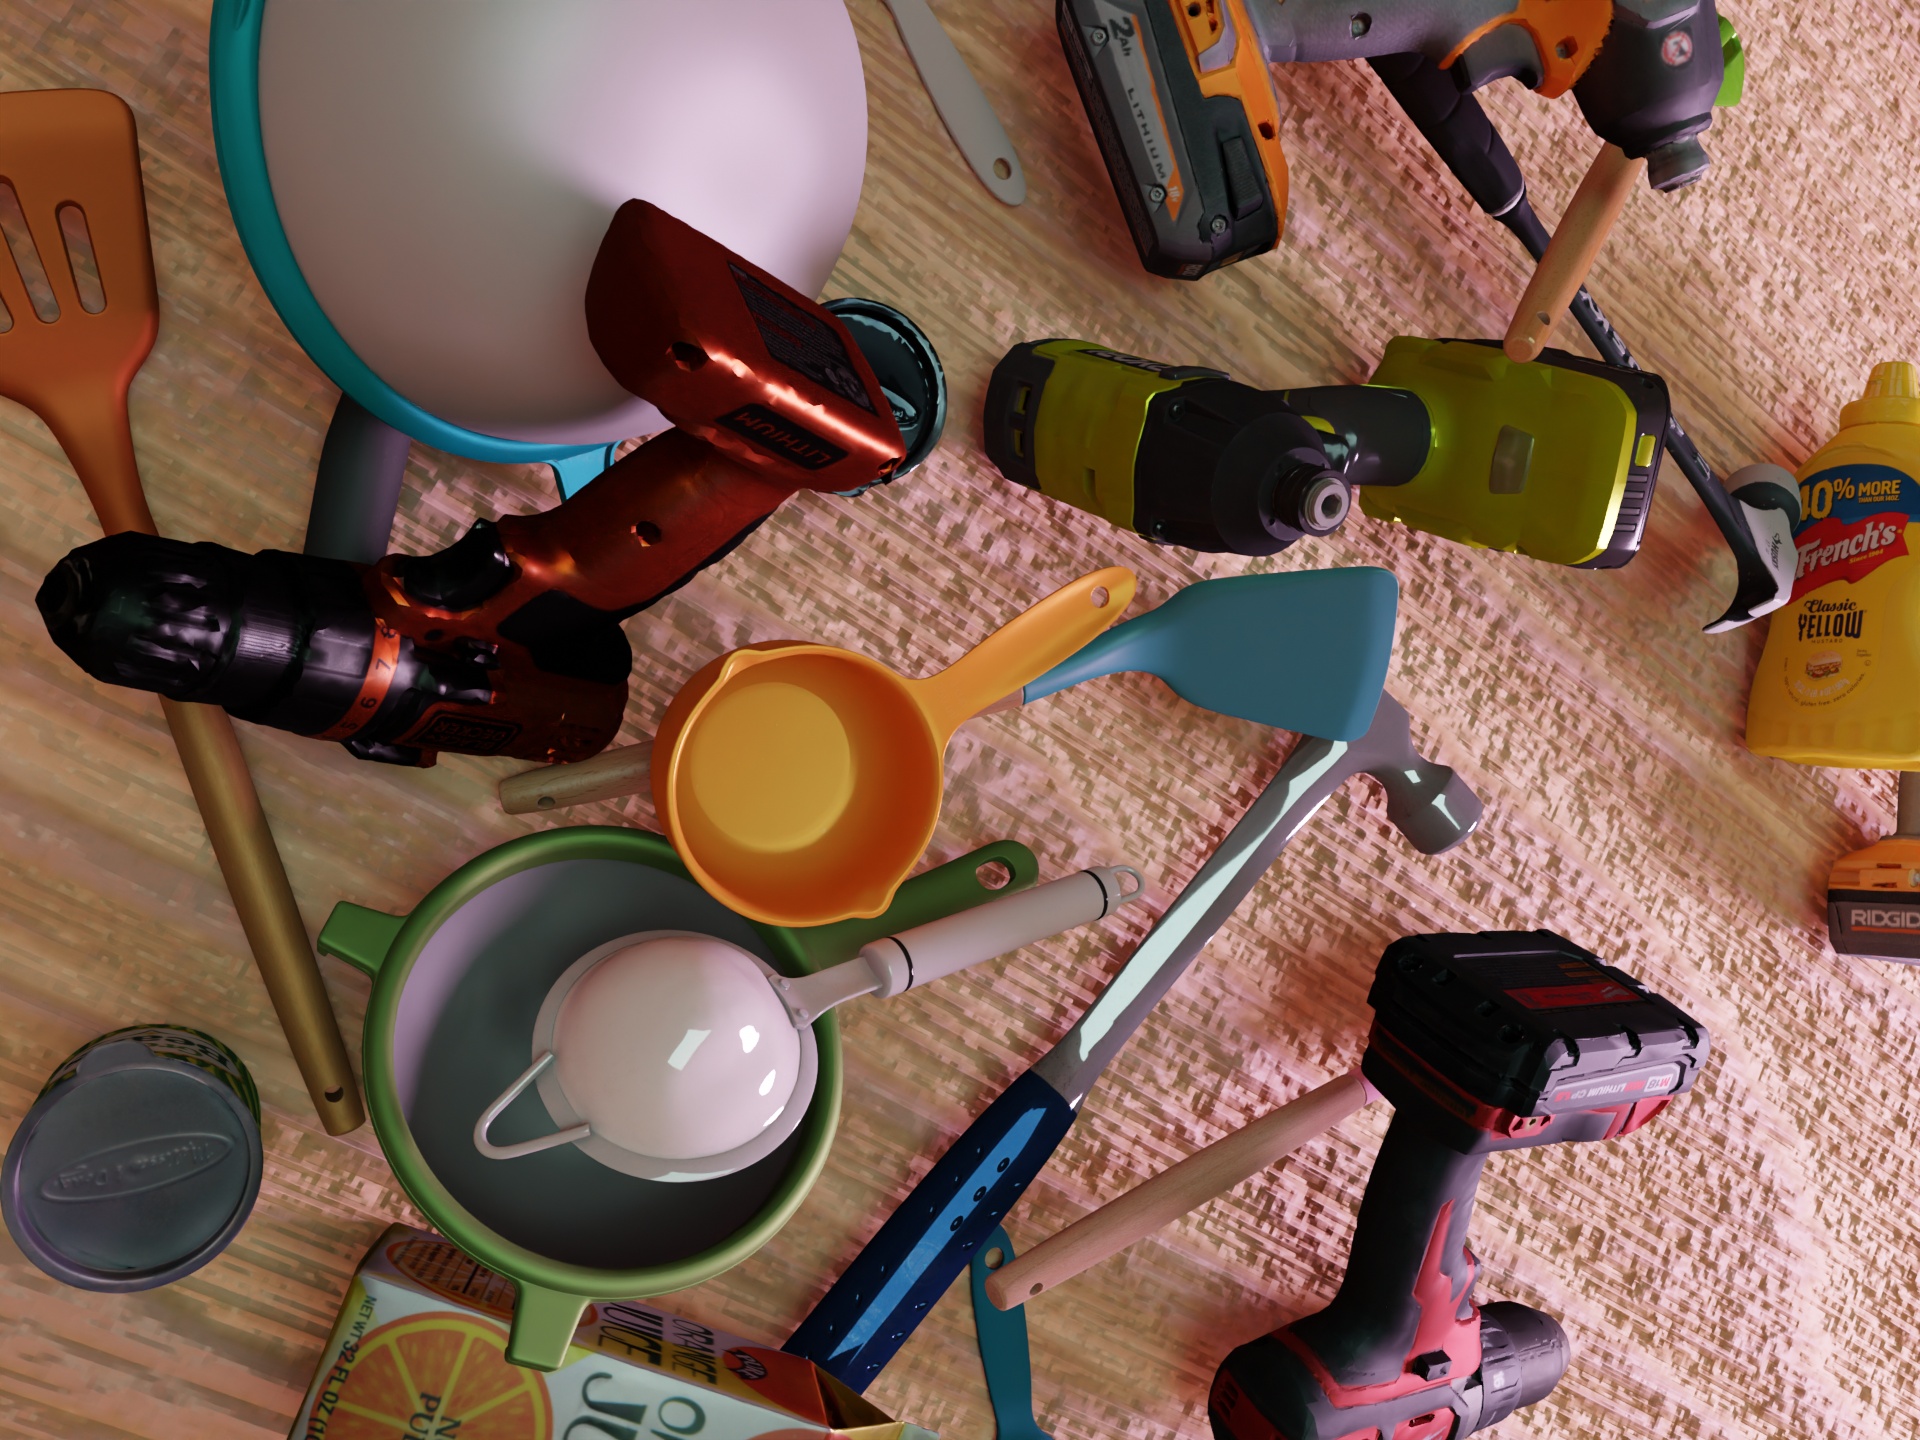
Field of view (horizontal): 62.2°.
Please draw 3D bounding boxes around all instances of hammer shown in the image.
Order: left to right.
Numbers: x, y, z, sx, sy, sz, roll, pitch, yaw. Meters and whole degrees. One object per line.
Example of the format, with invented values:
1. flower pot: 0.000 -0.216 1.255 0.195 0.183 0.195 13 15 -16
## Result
1. hammer: 0.038 0.129 0.606 0.144 0.035 0.405 46 74 -12
2. hammer: 0.239 -0.208 0.676 0.408 0.036 0.149 49 39 -12

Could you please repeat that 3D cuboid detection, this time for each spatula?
1. spatula: -0.240 -0.021 0.483 0.081 0.041 0.322 -20 99 -23
2. spatula: -0.001 -0.002 0.562 0.317 0.044 0.082 -13 134 -12

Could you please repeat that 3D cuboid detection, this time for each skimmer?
1. skimmer: -0.149 -0.172 0.495 0.127 0.090 0.363 15 85 -52

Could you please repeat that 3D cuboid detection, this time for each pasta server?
1. pasta server: 0.144 0.162 0.634 0.316 0.040 0.060 -18 120 -32

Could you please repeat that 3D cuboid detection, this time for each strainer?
1. strainer: -0.121 -0.193 0.410 0.211 0.095 0.340 -62 148 -9
2. strainer: -0.080 0.100 0.548 0.256 0.069 0.151 -20 72 -38
3. strainer: -0.031 0.080 0.517 0.258 0.050 0.087 -14 54 -38

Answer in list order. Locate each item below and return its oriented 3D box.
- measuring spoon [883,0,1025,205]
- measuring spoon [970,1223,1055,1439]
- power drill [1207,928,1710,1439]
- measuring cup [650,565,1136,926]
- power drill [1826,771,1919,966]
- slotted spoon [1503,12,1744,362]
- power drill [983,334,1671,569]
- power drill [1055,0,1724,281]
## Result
1. measuring spoon: -0.006 -0.252 0.598 0.034 0.018 0.124 -37 105 -20
2. measuring spoon: 0.023 0.256 0.610 0.042 0.021 0.128 -9 93 -23
3. power drill: 0.207 0.200 0.633 0.187 0.080 0.226 4 111 -35
4. measuring cup: -0.021 -0.005 0.519 0.173 0.052 0.095 -33 107 -16
5. power drill: 0.525 0.014 0.807 0.185 0.084 0.226 10 82 -26
6. slotted spoon: 0.276 -0.233 0.659 0.070 0.031 0.314 39 54 -4
7. power drill: 0.143 -0.098 0.585 0.223 0.171 0.080 -5 112 -28
8. power drill: 0.166 -0.246 0.592 0.226 0.084 0.164 -21 96 4
